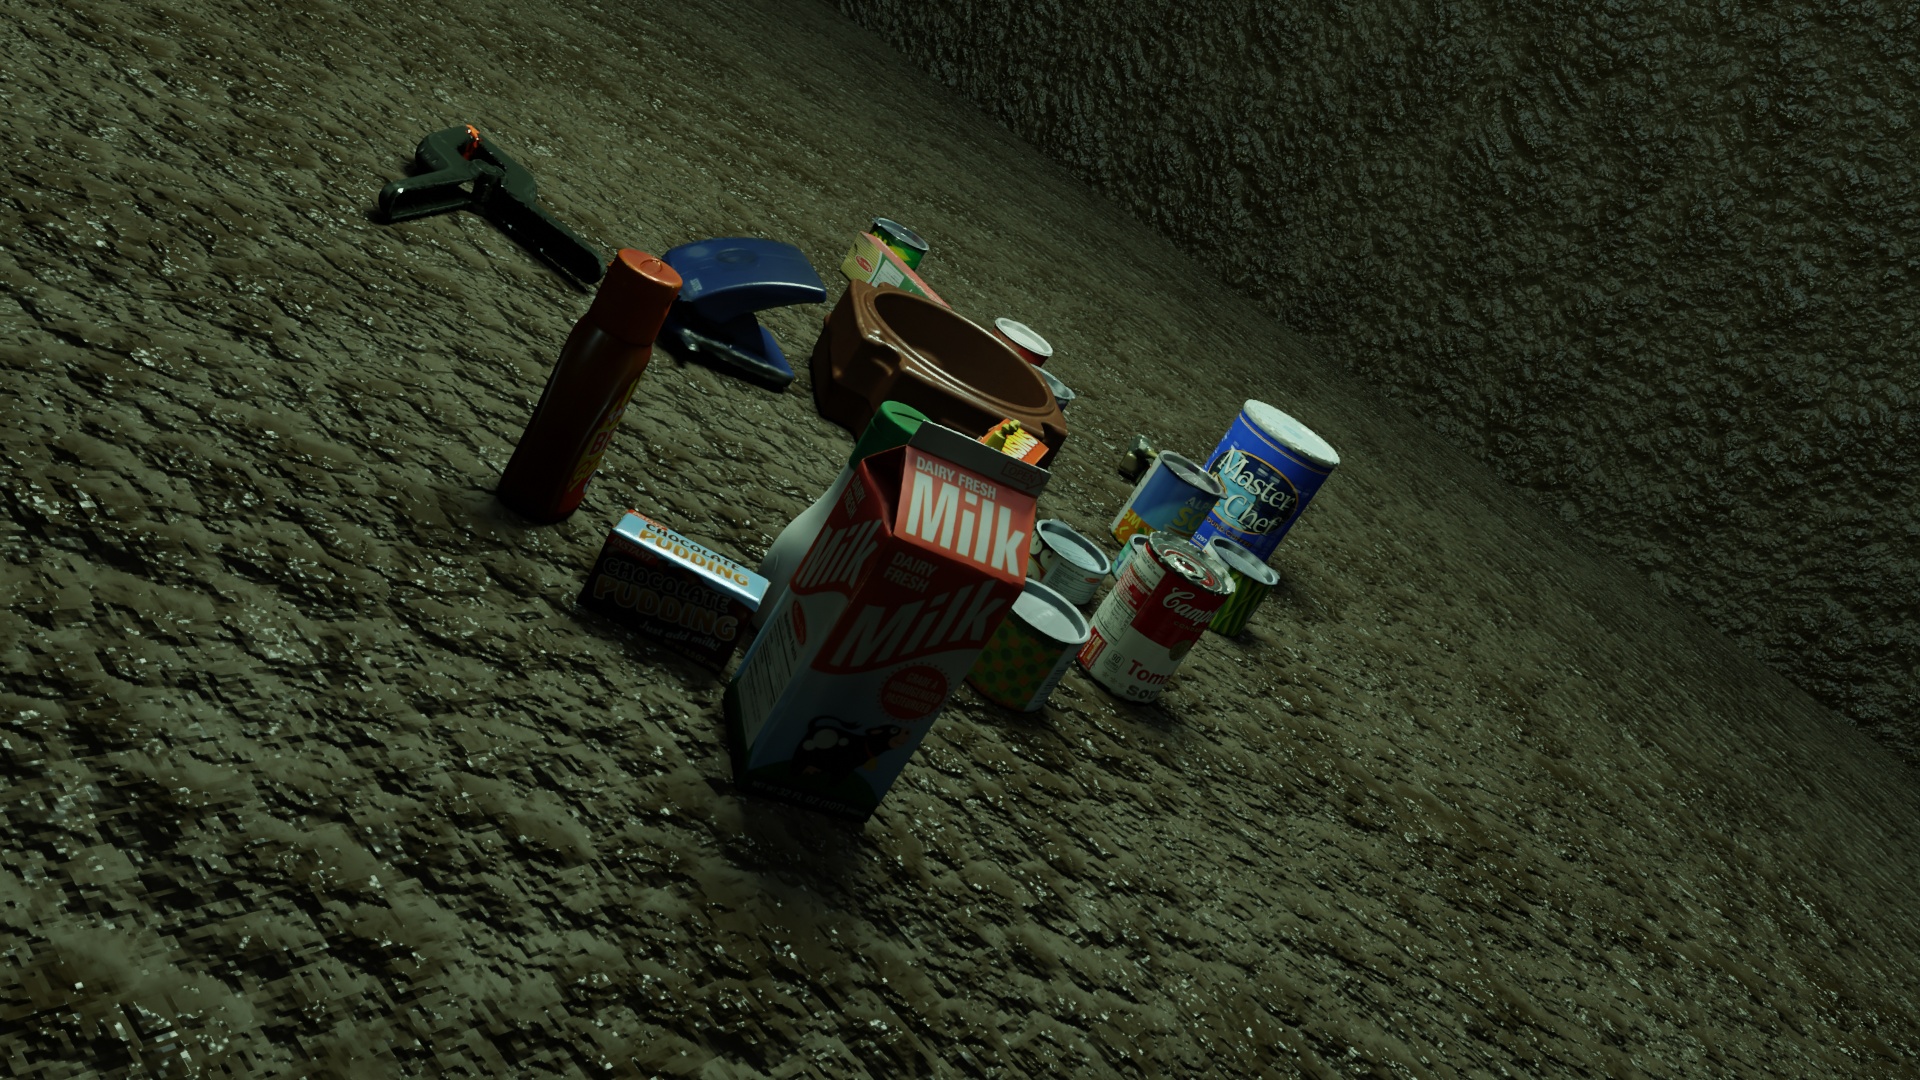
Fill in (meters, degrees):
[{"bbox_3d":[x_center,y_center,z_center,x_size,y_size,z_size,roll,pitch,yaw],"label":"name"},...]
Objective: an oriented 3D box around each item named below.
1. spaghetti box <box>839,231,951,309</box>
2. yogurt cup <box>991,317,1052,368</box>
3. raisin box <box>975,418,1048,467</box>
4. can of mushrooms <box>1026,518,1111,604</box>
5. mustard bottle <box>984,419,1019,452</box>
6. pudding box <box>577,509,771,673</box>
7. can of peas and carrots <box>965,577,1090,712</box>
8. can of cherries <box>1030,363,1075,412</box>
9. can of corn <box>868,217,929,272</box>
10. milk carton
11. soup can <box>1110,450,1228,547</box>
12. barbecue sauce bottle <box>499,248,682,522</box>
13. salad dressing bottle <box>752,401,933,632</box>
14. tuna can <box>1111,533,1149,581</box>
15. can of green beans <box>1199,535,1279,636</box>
[{"bbox_3d":[-0.044,-0.232,1.409,0.029,0.050,0.251,9,31,-45],"label":"spaghetti box"},{"bbox_3d":[0.054,-0.192,1.450,0.072,0.053,0.073,27,22,-12],"label":"yogurt cup"},{"bbox_3d":[0.003,-0.011,0.889,0.040,0.123,0.086,34,21,4],"label":"raisin box"},{"bbox_3d":[0.078,0.015,1.056,0.071,0.033,0.071,27,22,-12],"label":"can of mushrooms"},{"bbox_3d":[-0.013,-0.006,0.806,0.065,0.159,0.049,37,21,13],"label":"mustard bottle"},{"bbox_3d":[-0.145,0.026,0.709,0.084,0.049,0.030,28,21,-9],"label":"pudding box"},{"bbox_3d":[0.036,0.062,0.861,0.071,0.058,0.071,27,21,-12],"label":"can of peas and carrots"},{"bbox_3d":[0.066,-0.128,1.319,0.071,0.058,0.072,27,21,-12],"label":"can of cherries"},{"bbox_3d":[-0.079,-0.315,1.532,0.071,0.058,0.071,27,21,-12],"label":"can of corn"},{"bbox_3d":[-0.035,0.033,0.649,0.072,0.189,0.074,21,23,-26],"label":"milk carton"},{"bbox_3d":[0.182,-0.025,1.217,0.071,0.083,0.071,27,21,-12],"label":"soup can"},{"bbox_3d":[-0.196,-0.083,0.742,0.043,0.148,0.065,29,21,-8],"label":"barbecue sauce bottle"},{"bbox_3d":[-0.062,-0.006,0.757,0.064,0.147,0.044,14,27,-39],"label":"salad dressing bottle"},{"bbox_3d":[0.160,0.027,1.145,0.071,0.032,0.071,27,22,-12],"label":"tuna can"},{"bbox_3d":[0.222,0.039,1.168,0.071,0.057,0.071,27,21,-12],"label":"can of green beans"}]
